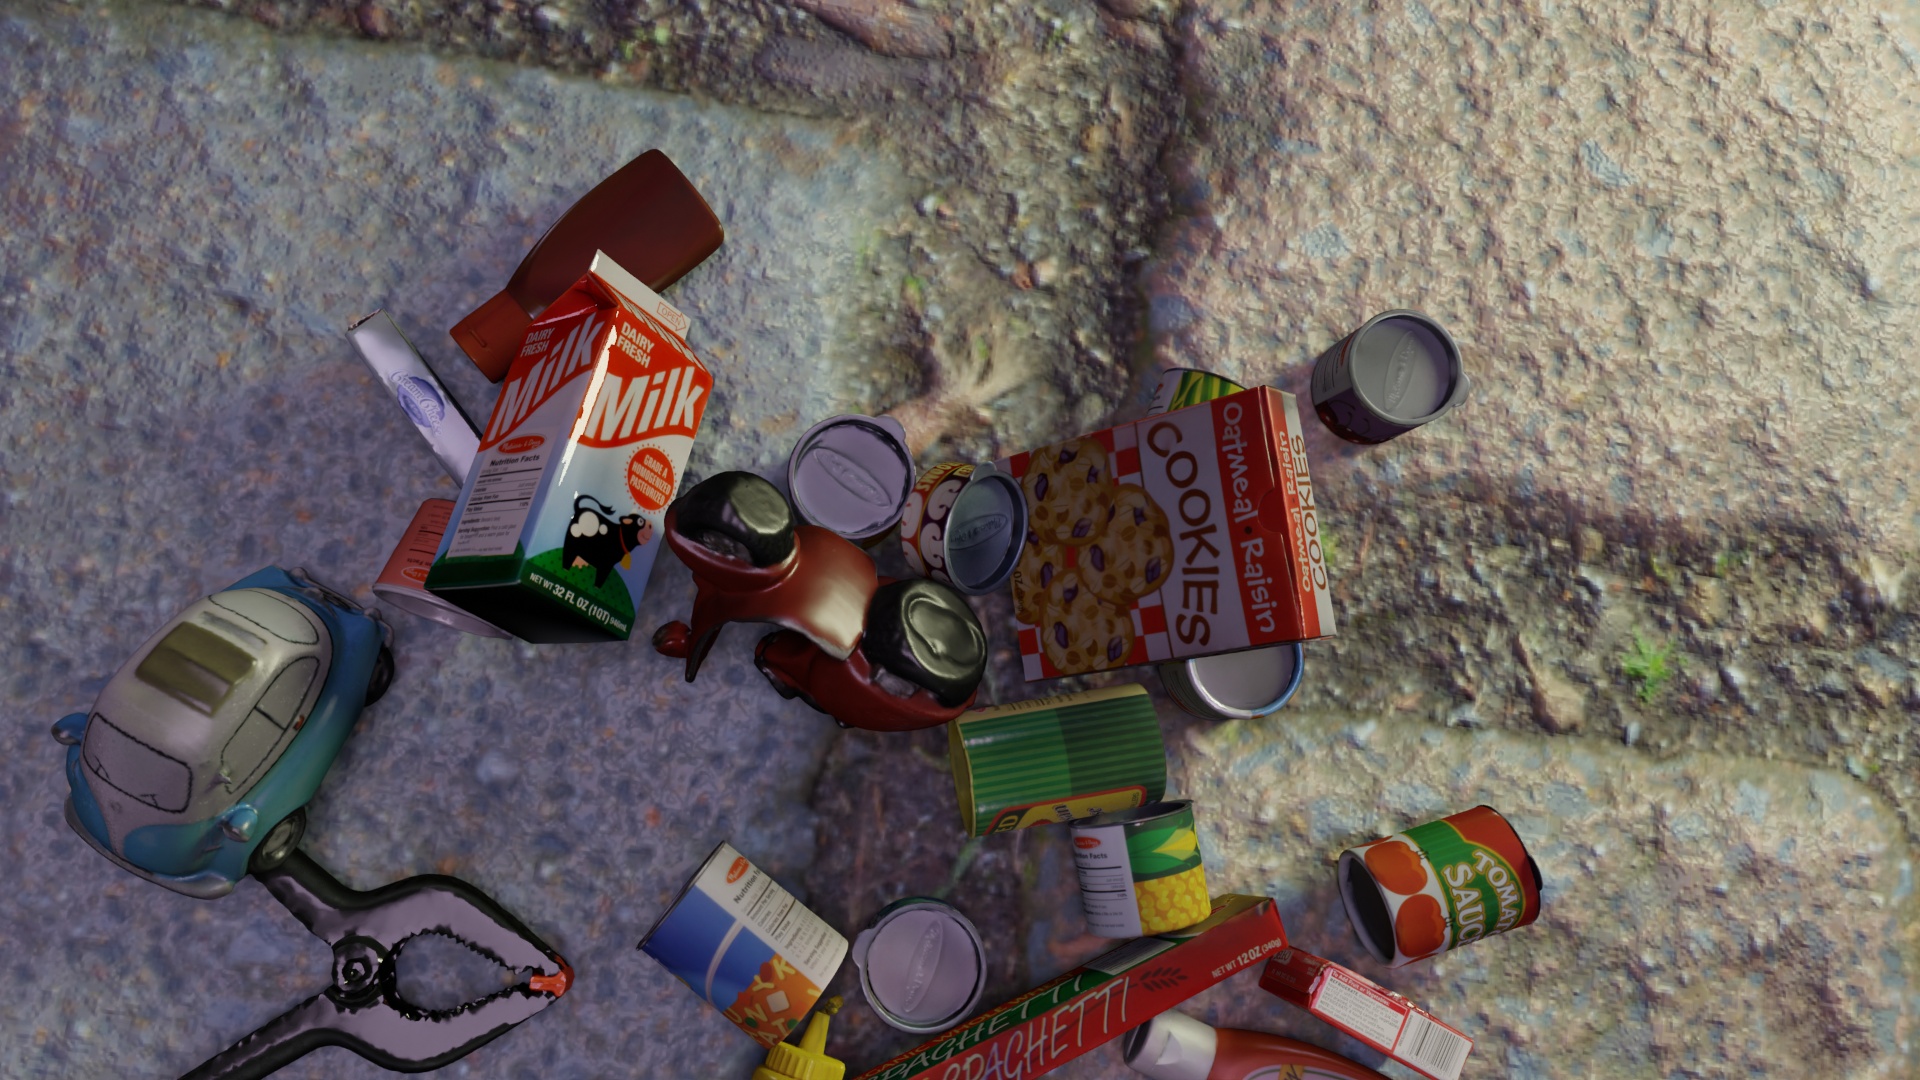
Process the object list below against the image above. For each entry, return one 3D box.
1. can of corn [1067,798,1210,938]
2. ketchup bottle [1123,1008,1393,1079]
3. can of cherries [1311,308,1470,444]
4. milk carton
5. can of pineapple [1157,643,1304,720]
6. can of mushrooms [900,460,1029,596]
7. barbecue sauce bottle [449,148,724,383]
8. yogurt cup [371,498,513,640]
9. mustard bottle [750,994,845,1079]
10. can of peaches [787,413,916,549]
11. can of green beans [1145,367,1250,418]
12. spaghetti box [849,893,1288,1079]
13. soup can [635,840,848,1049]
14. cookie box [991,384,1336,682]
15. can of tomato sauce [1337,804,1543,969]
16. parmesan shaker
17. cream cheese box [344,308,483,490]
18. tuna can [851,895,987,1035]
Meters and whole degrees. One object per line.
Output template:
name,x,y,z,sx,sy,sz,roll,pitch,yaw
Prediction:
can of corn,0.096,0.171,0.729,0.071,0.071,0.058,-9,85,-8
ketchup bottle,0.160,0.289,0.732,0.149,0.043,0.065,25,80,-3
can of cherries,0.242,-0.090,0.787,0.071,0.058,0.071,1,81,-7
milk carton,-0.186,-0.049,0.695,0.073,0.072,0.191,-4,62,35
can of pineapple,0.147,0.063,0.754,0.071,0.058,0.071,1,82,-7
can of mushrooms,0.003,-0.009,0.721,0.071,0.033,0.070,-17,113,-45
barbecue sauce bottle,-0.202,-0.143,0.746,0.149,0.043,0.065,-40,89,-10
yogurt cup,-0.256,0.013,0.708,0.072,0.072,0.054,18,73,-5
mustard bottle,-0.093,0.304,0.691,0.049,0.065,0.160,22,73,-9
can of peaches,-0.057,-0.031,0.741,0.071,0.058,0.071,1,82,-7
can of green beans,0.132,-0.054,0.764,0.071,0.071,0.058,24,81,-3
spaghetti box,0.050,0.240,0.698,0.251,0.050,0.028,-20,85,-21
soup can,-0.110,0.205,0.700,0.084,0.071,0.071,39,80,-1
cookie box,0.099,0.001,0.710,0.040,0.167,0.123,0,79,-50
can of tomato sauce,0.256,0.186,0.745,0.083,0.071,0.071,-15,85,-8
parmesan shaker,0.050,0.114,0.728,0.103,0.071,0.071,-8,84,-8
cream cheese box,-0.273,-0.067,0.721,0.024,0.053,0.104,-37,88,-12
tuna can,-0.023,0.219,0.724,0.071,0.033,0.071,1,82,-7
